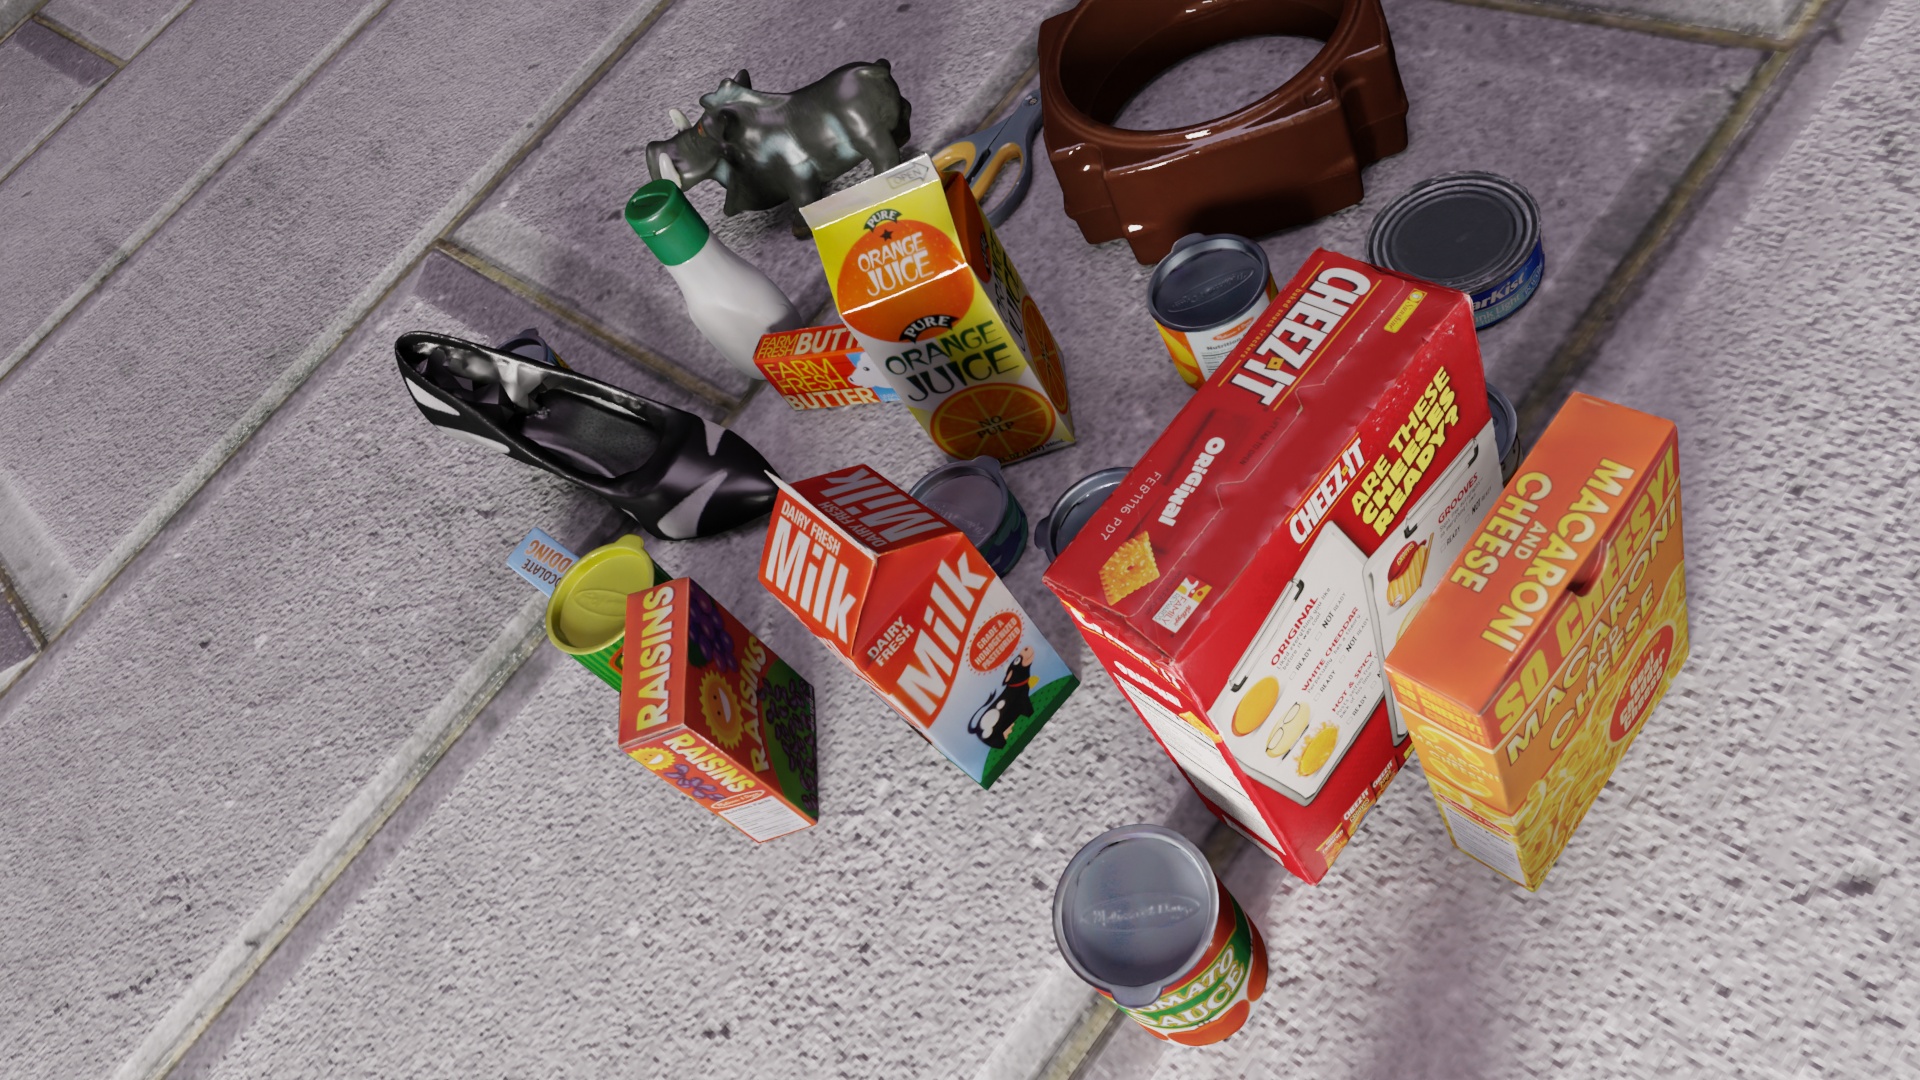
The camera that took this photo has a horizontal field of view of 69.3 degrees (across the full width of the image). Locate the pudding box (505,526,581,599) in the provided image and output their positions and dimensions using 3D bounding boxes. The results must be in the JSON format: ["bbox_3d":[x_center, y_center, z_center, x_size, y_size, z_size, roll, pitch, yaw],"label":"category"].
[{"bbox_3d":[-0.232,0.029,0.840,0.084,0.049,0.030,28,75,39],"label":"pudding box"}]

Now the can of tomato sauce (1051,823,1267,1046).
[{"bbox_3d":[0.083,0.162,0.558,0.071,0.083,0.071,-14,53,19],"label":"can of tomato sauce"}]

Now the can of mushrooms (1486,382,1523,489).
[{"bbox_3d":[0.229,-0.040,0.654,0.071,0.033,0.071,-14,53,19],"label":"can of mushrooms"}]

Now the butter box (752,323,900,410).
[{"bbox_3d":[-0.070,-0.107,0.846,0.103,0.053,0.024,-2,58,27],"label":"butter box"}]

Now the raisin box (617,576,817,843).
[{"bbox_3d":[-0.118,0.086,0.691,0.040,0.123,0.086,-19,52,16],"label":"raisin box"}]

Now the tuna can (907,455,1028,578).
[{"bbox_3d":[0.003,-0.009,0.753,0.071,0.032,0.071,-14,53,19],"label":"tuna can"}]

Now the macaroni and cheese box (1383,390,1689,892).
[{"bbox_3d":[0.220,0.044,0.512,0.040,0.166,0.124,29,75,39],"label":"macaroni and cheese box"}]

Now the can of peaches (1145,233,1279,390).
[{"bbox_3d":[0.139,-0.122,0.743,0.071,0.058,0.071,-14,53,19],"label":"can of peaches"}]

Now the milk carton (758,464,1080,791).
[{"bbox_3d":[-0.023,0.034,0.632,0.073,0.190,0.072,-48,50,-9],"label":"milk carton"}]

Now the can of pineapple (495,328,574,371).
[{"bbox_3d":[-0.293,-0.100,0.957,0.071,0.057,0.071,-14,53,19],"label":"can of pineapple"}]

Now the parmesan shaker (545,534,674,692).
[{"bbox_3d":[-0.164,0.053,0.752,0.071,0.102,0.071,-14,53,19],"label":"parmesan shaker"}]

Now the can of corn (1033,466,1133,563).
[{"bbox_3d":[0.079,0.007,0.684,0.071,0.058,0.071,-14,53,19],"label":"can of corn"}]

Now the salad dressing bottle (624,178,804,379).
[{"bbox_3d":[-0.151,-0.161,0.865,0.064,0.147,0.044,1,59,29],"label":"salad dressing bottle"}]

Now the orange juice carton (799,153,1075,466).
[{"bbox_3d":[-0.008,-0.121,0.731,0.072,0.192,0.073,-17,52,17],"label":"orange juice carton"}]
